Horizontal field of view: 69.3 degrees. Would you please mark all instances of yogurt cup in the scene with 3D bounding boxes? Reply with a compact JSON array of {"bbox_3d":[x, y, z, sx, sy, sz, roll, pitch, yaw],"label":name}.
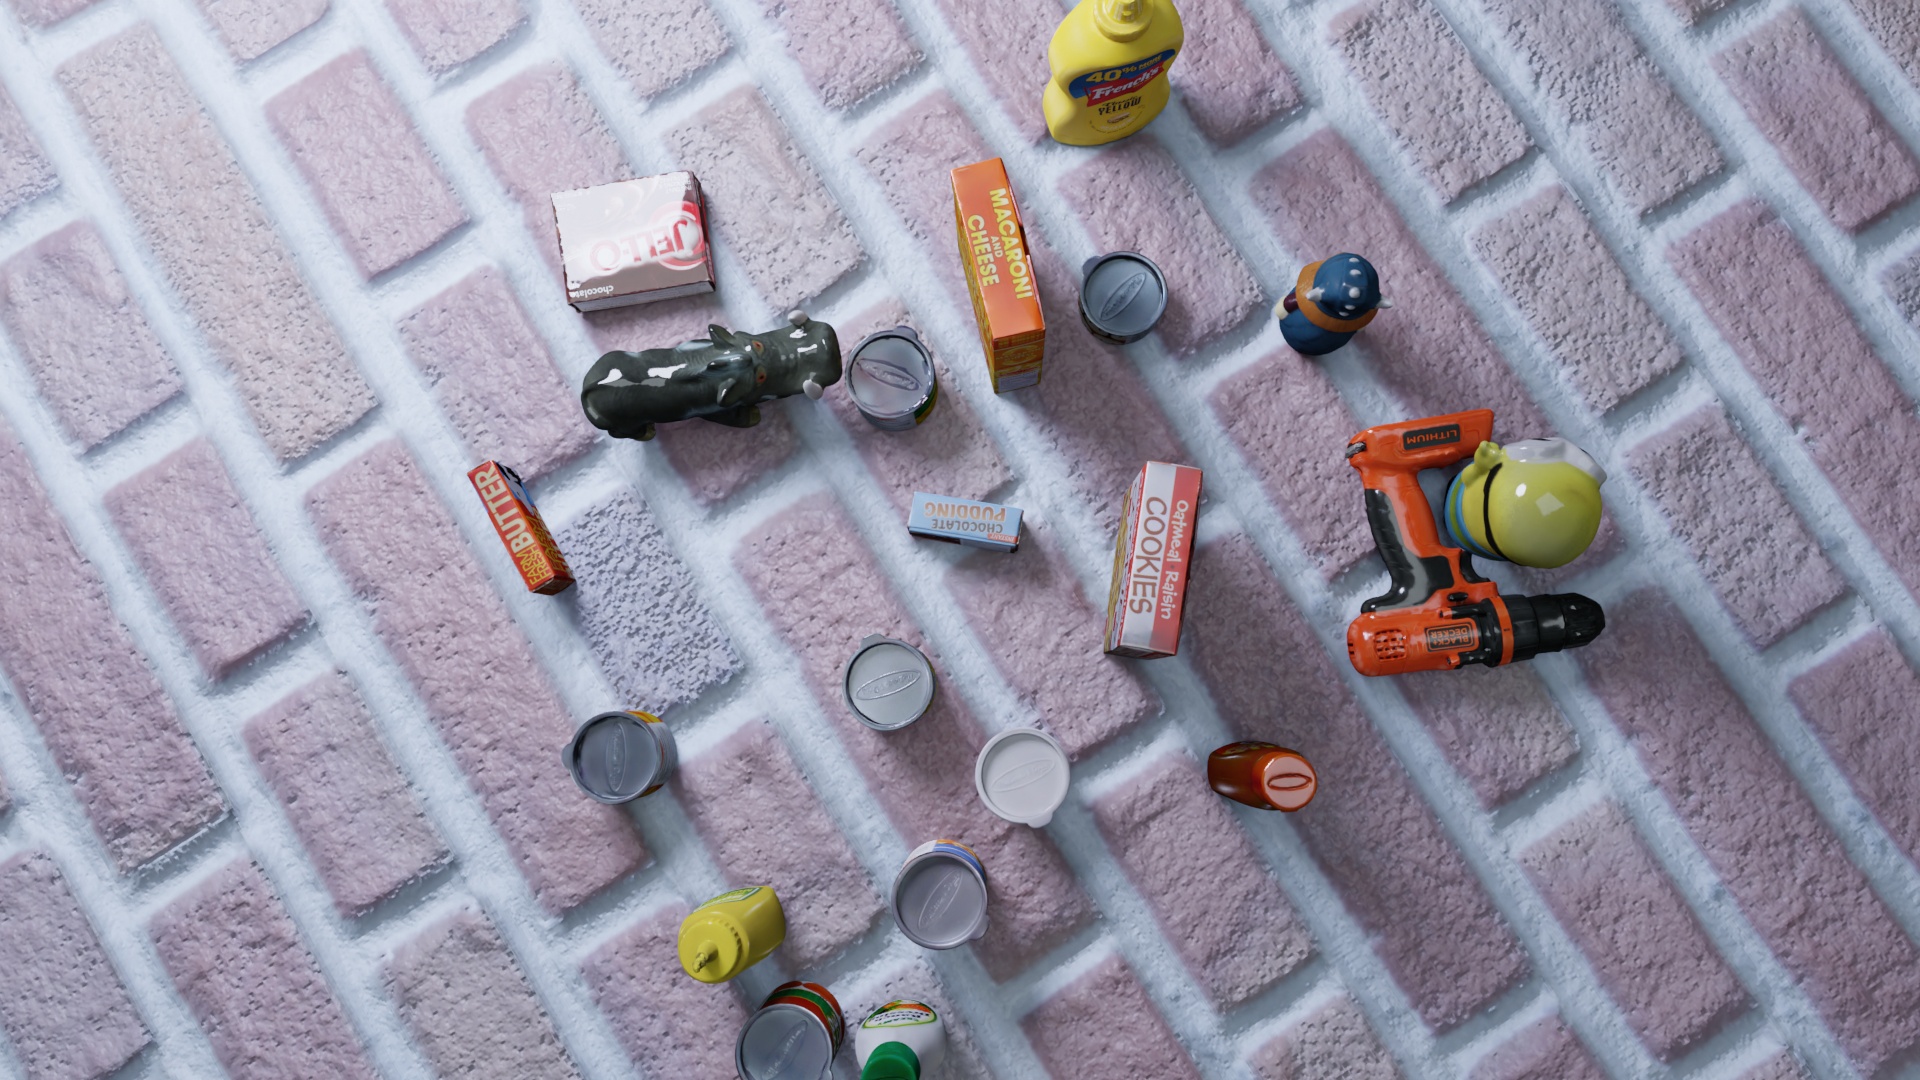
[{"bbox_3d":[0.045,0.169,1.009,0.072,0.054,0.072,0,83,1],"label":"yogurt cup"}]

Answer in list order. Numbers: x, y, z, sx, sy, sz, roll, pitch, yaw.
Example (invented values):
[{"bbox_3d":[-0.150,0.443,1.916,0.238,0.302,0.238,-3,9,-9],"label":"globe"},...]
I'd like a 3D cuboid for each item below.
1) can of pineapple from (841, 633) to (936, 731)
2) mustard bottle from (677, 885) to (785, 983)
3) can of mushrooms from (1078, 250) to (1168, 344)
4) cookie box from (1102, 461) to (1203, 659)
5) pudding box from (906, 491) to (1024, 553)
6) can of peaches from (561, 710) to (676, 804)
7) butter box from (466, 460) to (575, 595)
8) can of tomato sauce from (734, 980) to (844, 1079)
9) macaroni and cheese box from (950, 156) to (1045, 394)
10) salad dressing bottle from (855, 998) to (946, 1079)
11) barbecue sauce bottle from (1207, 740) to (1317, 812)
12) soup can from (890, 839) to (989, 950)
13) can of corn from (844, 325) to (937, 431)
[{"bbox_3d":[-0.051,0.104,1.017,0.071,0.058,0.071,0,83,1],"label":"can of pineapple"},{"bbox_3d":[-0.160,0.271,0.948,0.065,0.160,0.049,-17,84,0],"label":"mustard bottle"},{"bbox_3d":[0.122,-0.186,1.060,0.071,0.033,0.071,0,83,1],"label":"can of mushrooms"},{"bbox_3d":[0.132,0.019,0.968,0.040,0.167,0.123,8,84,2],"label":"cookie box"},{"bbox_3d":[0.004,-0.013,1.034,0.084,0.049,0.030,9,84,2],"label":"pudding box"},{"bbox_3d":[-0.248,0.157,1.015,0.071,0.058,0.071,0,83,1],"label":"can of peaches"},{"bbox_3d":[-0.328,-0.009,1.039,0.024,0.053,0.103,-30,84,-2],"label":"butter box"},{"bbox_3d":[-0.116,0.351,0.976,0.071,0.083,0.071,0,84,1],"label":"can of tomato sauce"},{"bbox_3d":[0.028,-0.184,0.995,0.040,0.166,0.124,-14,83,0],"label":"macaroni and cheese box"},{"bbox_3d":[-0.043,0.349,0.943,0.064,0.147,0.044,-4,84,1],"label":"salad dressing bottle"},{"bbox_3d":[0.212,0.163,0.959,0.065,0.148,0.043,-3,84,1],"label":"barbecue sauce bottle"},{"bbox_3d":[-0.011,0.251,0.986,0.071,0.083,0.071,0,84,1],"label":"soup can"},{"bbox_3d":[-0.050,-0.121,1.044,0.071,0.058,0.071,0,83,1],"label":"can of corn"}]
